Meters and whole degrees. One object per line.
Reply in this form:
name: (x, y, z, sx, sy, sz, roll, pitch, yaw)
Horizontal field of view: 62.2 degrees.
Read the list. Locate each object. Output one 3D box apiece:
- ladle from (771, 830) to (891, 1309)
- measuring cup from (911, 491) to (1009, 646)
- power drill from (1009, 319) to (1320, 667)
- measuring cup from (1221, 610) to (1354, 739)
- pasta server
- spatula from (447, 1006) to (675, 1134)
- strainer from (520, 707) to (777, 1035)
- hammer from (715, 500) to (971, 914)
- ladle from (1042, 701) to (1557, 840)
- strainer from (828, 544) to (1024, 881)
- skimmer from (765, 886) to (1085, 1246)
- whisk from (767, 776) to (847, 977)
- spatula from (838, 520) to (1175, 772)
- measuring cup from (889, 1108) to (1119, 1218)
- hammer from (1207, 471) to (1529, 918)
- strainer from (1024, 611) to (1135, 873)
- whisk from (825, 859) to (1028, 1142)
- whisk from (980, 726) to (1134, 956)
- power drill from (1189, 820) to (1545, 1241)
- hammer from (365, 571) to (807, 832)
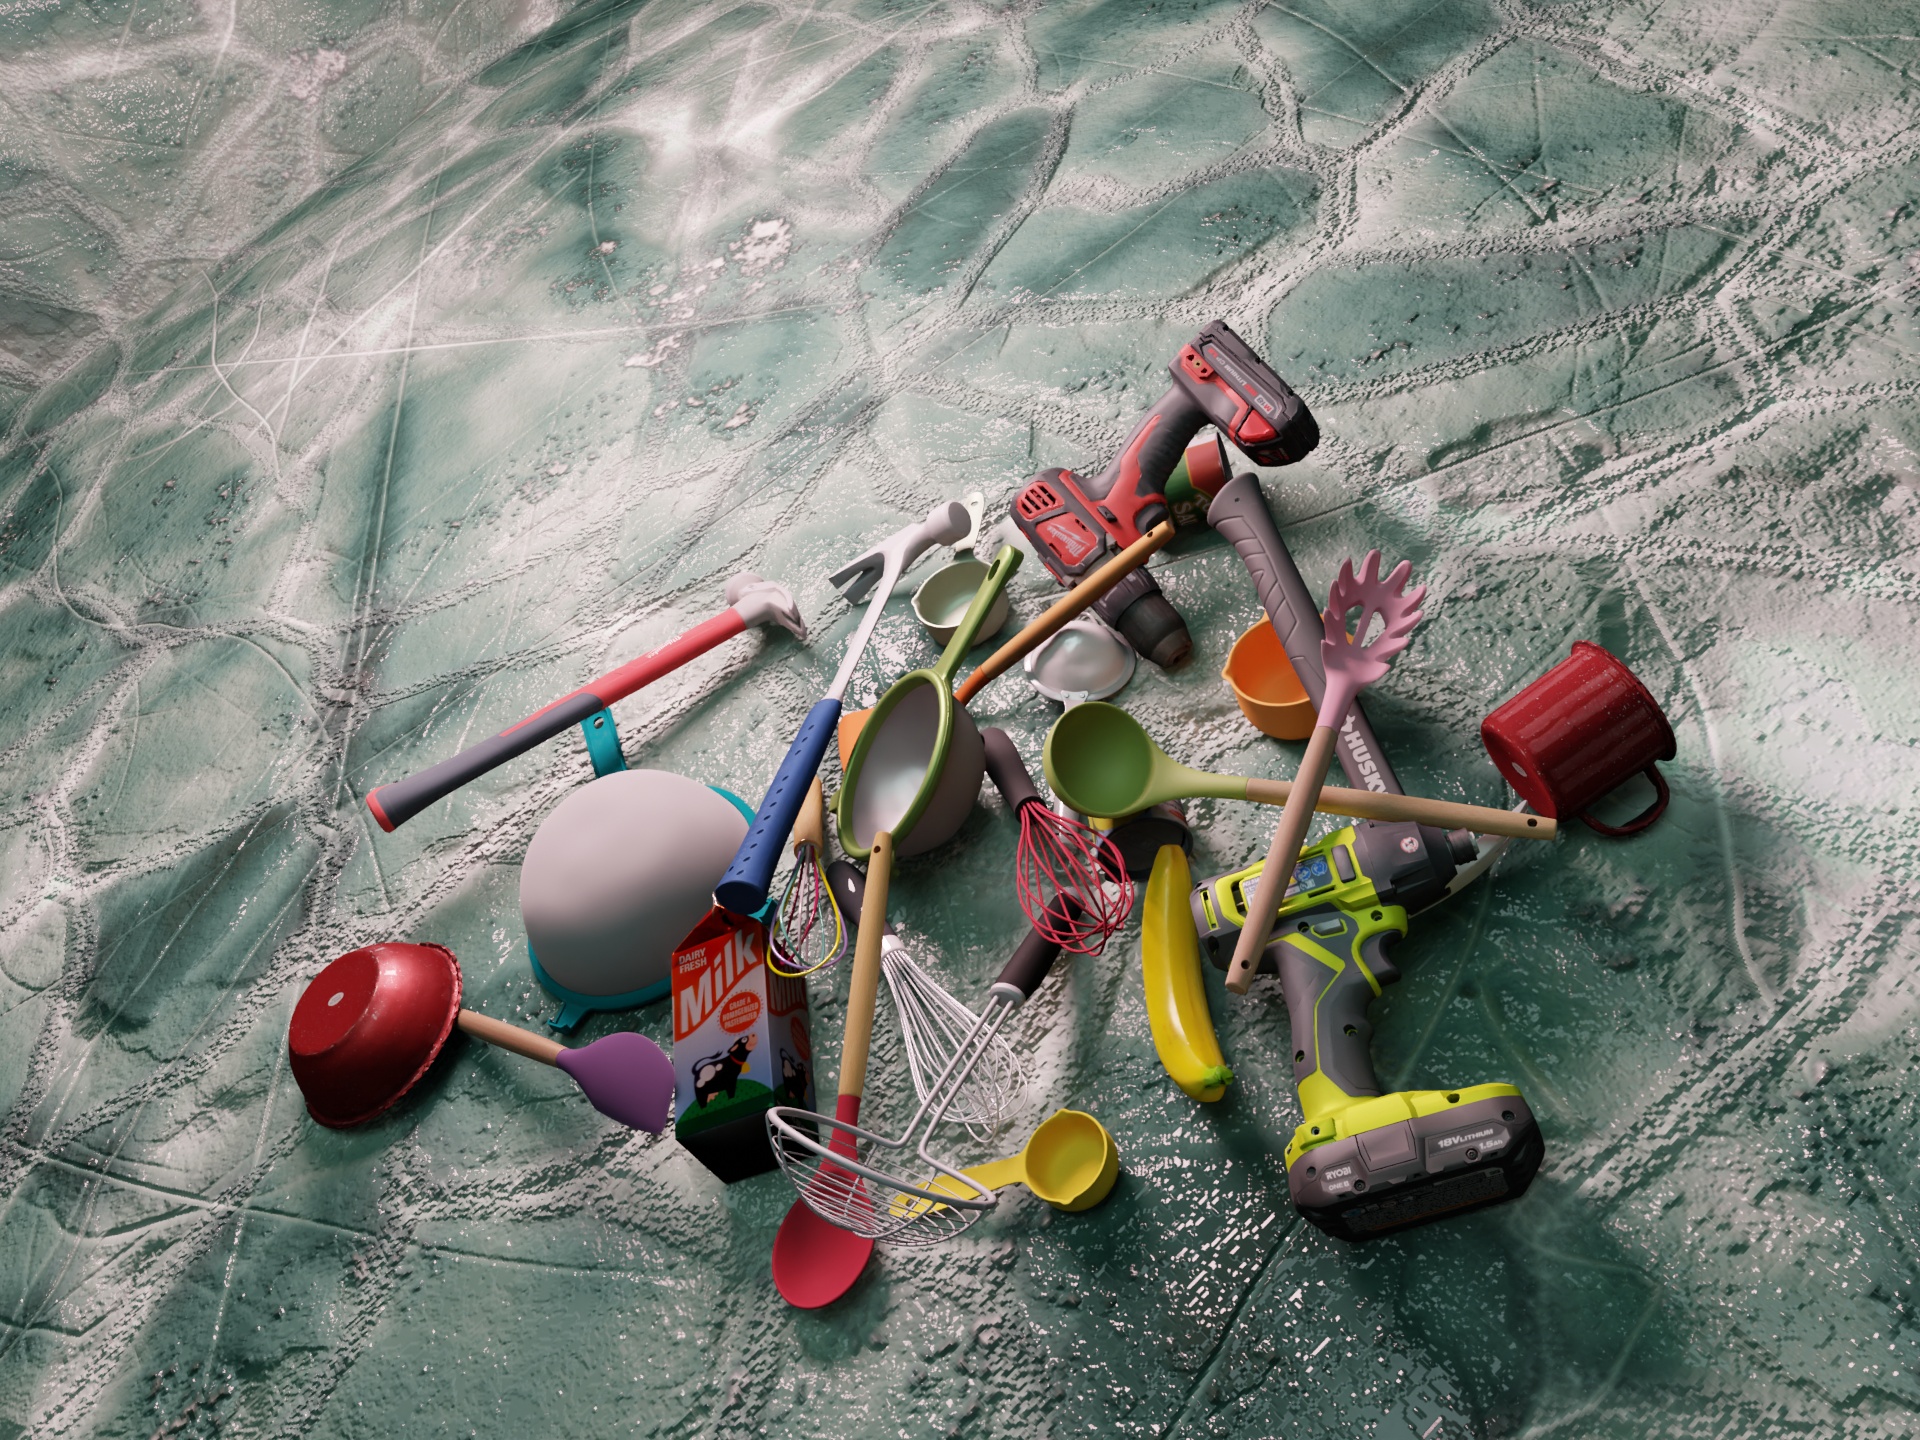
ladle: (-0.071, 0.220, 1.039, 0.069, 0.031, 0.316, -5, 63, 23)
measuring cup: (0.009, -0.128, 1.348, 0.083, 0.038, 0.168, -9, 46, 20)
power drill: (0.169, -0.169, 1.220, 0.226, 0.080, 0.188, -43, 69, 11)
measuring cup: (0.238, -0.059, 1.159, 0.095, 0.052, 0.174, -15, 44, 15)
pasta server: (0.217, 0.025, 0.970, 0.060, 0.040, 0.316, 22, 60, 9)
spatula: (-0.299, 0.236, 1.146, 0.316, 0.018, 0.060, 4, 79, 45)
strainer: (-0.284, 0.071, 1.276, 0.211, 0.095, 0.341, -29, 45, 1)
hammer: (-0.102, -0.016, 1.236, 0.144, 0.035, 0.406, -24, 32, 39)
ladle: (0.206, 0.042, 1.001, 0.320, 0.062, 0.078, 7, 67, 21)
strainer: (-0.002, -0.004, 1.172, 0.256, 0.069, 0.152, -61, 26, 6)
skimmer: (0.010, 0.175, 0.936, 0.127, 0.090, 0.363, 19, 32, 16)
whisk: (-0.115, 0.108, 1.160, 0.047, 0.051, 0.245, -44, 23, 18)
spatula: (0.032, -0.055, 1.225, 0.322, 0.041, 0.081, -38, 40, 24)
measuring cup: (0.027, 0.286, 0.981, 0.156, 0.029, 0.062, -24, 43, 23)
hammer: (0.249, -0.029, 1.063, 0.146, 0.035, 0.335, -24, 63, 10)
strainer: (0.085, 0.003, 1.191, 0.087, 0.050, 0.259, 0, 53, 9)
whisk: (-0.036, 0.180, 1.085, 0.070, 0.070, 0.285, -34, 39, -5)
whisk: (0.053, 0.072, 1.095, 0.073, 0.073, 0.296, -30, 27, 0)
power drill: (0.240, 0.166, 0.913, 0.171, 0.080, 0.223, -21, 52, 13)
hammer: (-0.312, -0.011, 1.338, 0.386, 0.038, 0.143, -31, 27, -15)
